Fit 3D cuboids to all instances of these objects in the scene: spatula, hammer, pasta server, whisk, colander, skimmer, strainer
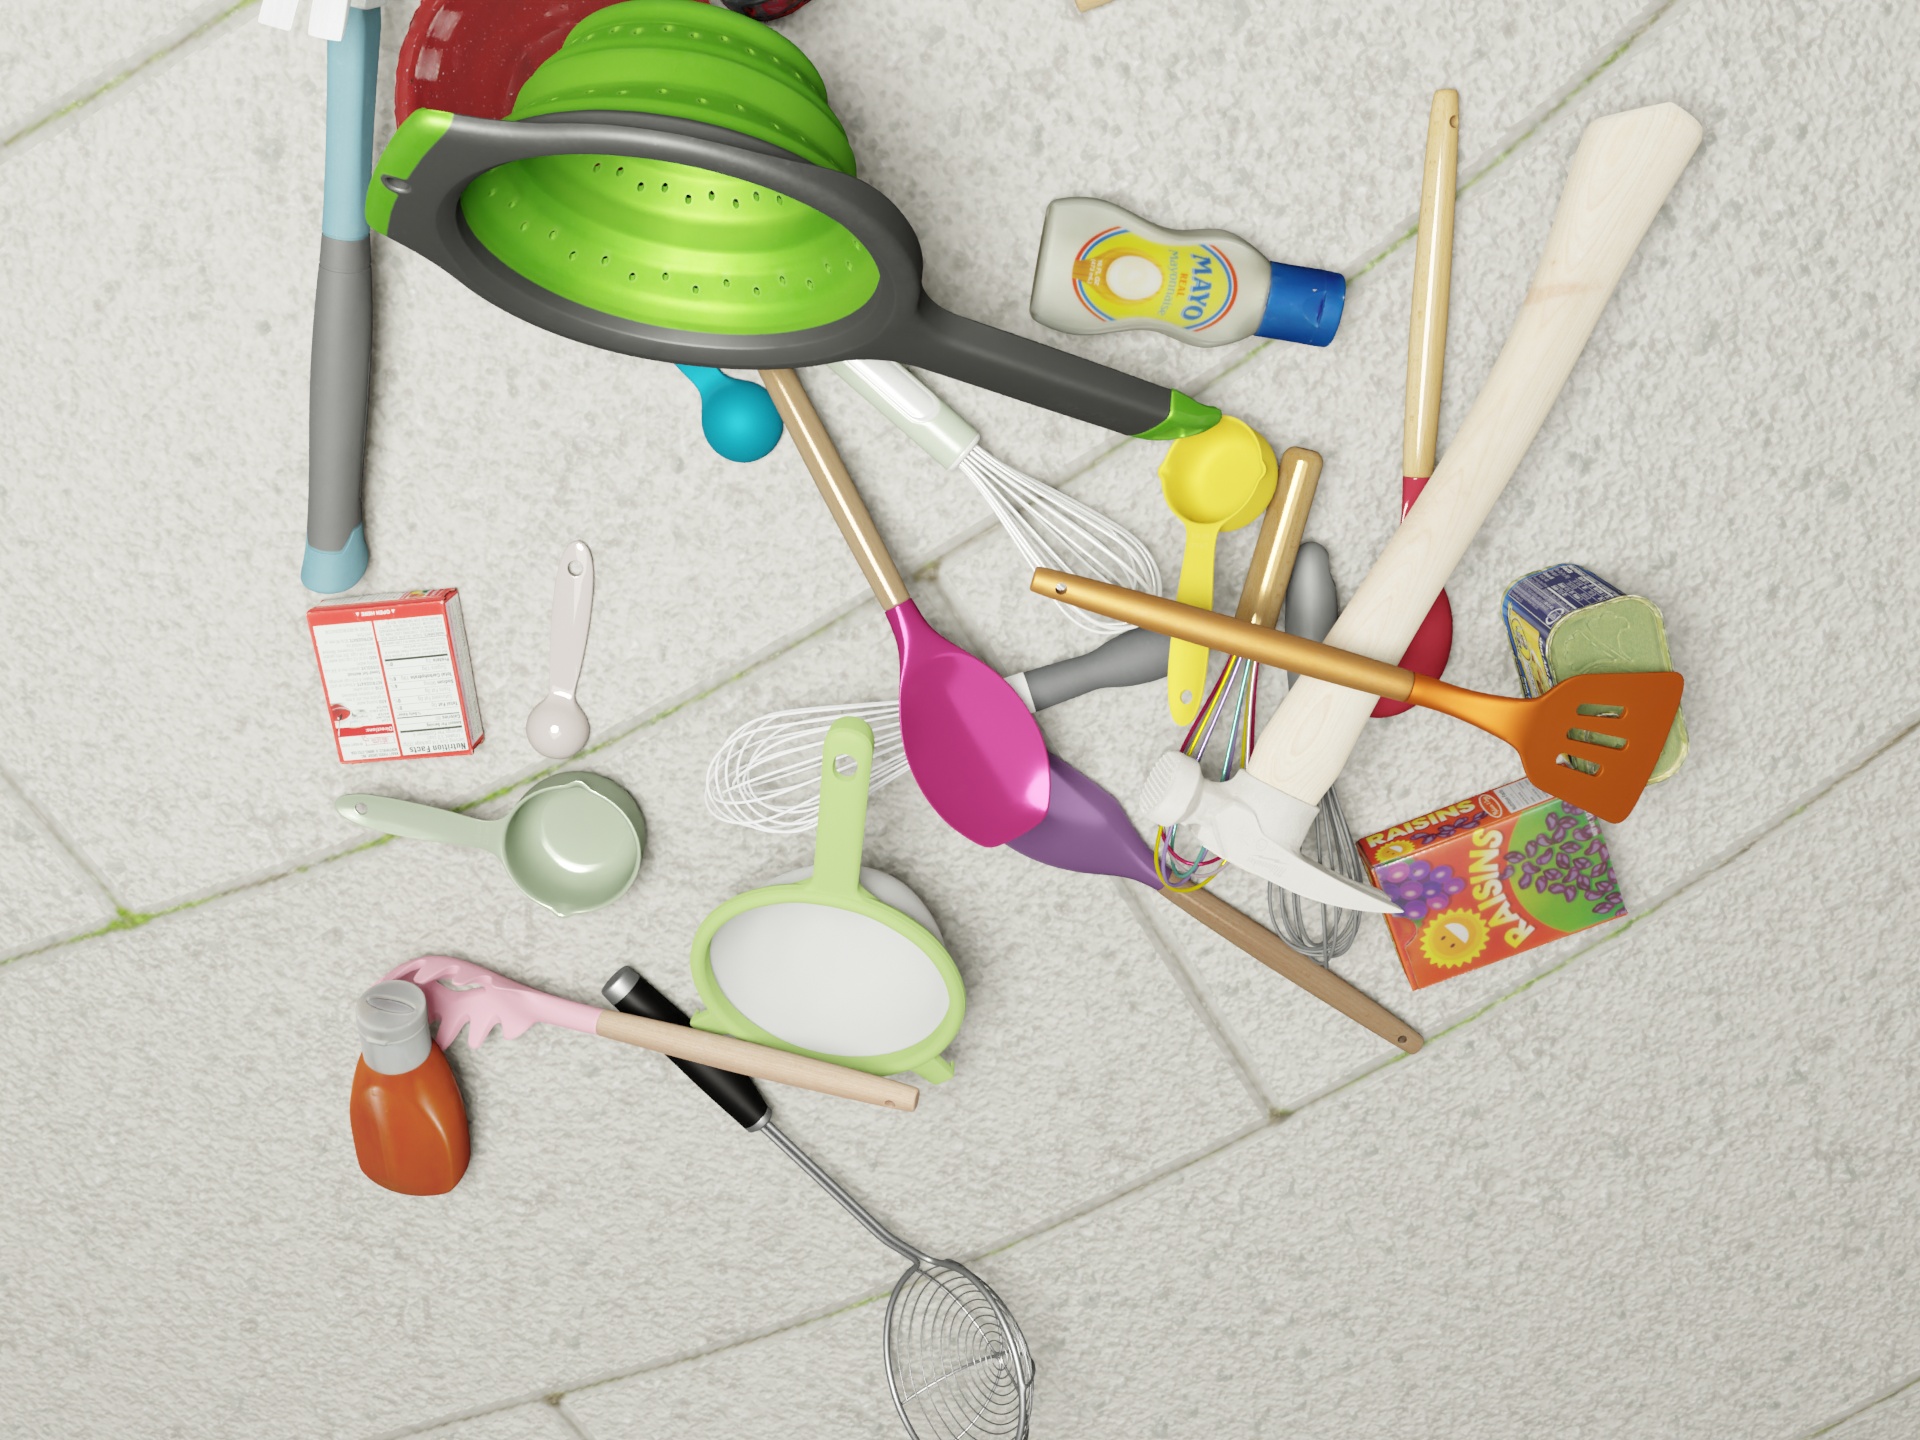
[{"bbox_3d":[0.134,0.105,0.899,0.315,0.018,0.059,33,107,-9],"label":"spatula"},{"bbox_3d":[-0.289,-0.216,0.750,0.033,0.128,0.330,12,117,-4],"label":"hammer"},{"bbox_3d":[-0.177,0.180,0.883,0.316,0.040,0.060,11,130,11],"label":"pasta server"},{"bbox_3d":[0.008,-0.130,0.803,0.246,0.059,0.058,40,75,-8],"label":"whisk"},{"bbox_3d":[0.148,-0.022,0.834,0.047,0.051,0.245,13,105,-1],"label":"whisk"},{"bbox_3d":[-0.044,-0.213,0.698,0.396,0.204,0.094,11,78,-29],"label":"colander"},{"bbox_3d":[0.248,-0.100,0.782,0.146,0.038,0.410,26,100,-11],"label":"hammer"},{"bbox_3d":[-0.002,-0.003,0.846,0.284,0.070,0.070,-18,108,1],"label":"whisk"},{"bbox_3d":[0.189,-0.024,0.762,0.322,0.041,0.081,16,105,-1],"label":"spatula"},{"bbox_3d":[-0.090,0.295,0.929,0.363,0.090,0.127,47,135,-12],"label":"skimmer"},{"bbox_3d":[-0.062,0.085,0.841,0.151,0.069,0.256,11,129,3],"label":"strainer"},{"bbox_3d":[0.192,0.022,0.858,0.055,0.055,0.239,-4,105,1],"label":"whisk"}]

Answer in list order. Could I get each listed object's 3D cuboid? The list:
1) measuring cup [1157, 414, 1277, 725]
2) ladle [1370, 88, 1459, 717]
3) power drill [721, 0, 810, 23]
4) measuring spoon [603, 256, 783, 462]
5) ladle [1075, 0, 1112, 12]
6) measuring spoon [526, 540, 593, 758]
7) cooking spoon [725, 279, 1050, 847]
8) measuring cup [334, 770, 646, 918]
[{"bbox_3d":[0.126,-0.074,0.801,0.062,0.029,0.156,7,90,39],"label":"measuring cup"},{"bbox_3d":[0.233,-0.150,0.802,0.069,0.031,0.315,-9,108,-28],"label":"ladle"},{"bbox_3d":[-0.016,-0.369,0.669,0.219,0.143,0.078,-24,105,6],"label":"power drill"},{"bbox_3d":[-0.138,-0.183,0.796,0.042,0.021,0.128,-36,107,12],"label":"measuring spoon"},{"bbox_3d":[0.201,-0.389,0.707,0.320,0.062,0.078,-20,108,10],"label":"ladle"},{"bbox_3d":[-0.212,-0.035,0.851,0.034,0.018,0.124,10,108,-3],"label":"measuring spoon"},{"bbox_3d":[-0.043,-0.081,0.802,0.069,0.017,0.319,-28,95,-7],"label":"cooking spoon"},{"bbox_3d":[-0.255,0.056,0.874,0.167,0.038,0.083,11,109,-2],"label":"measuring cup"}]
